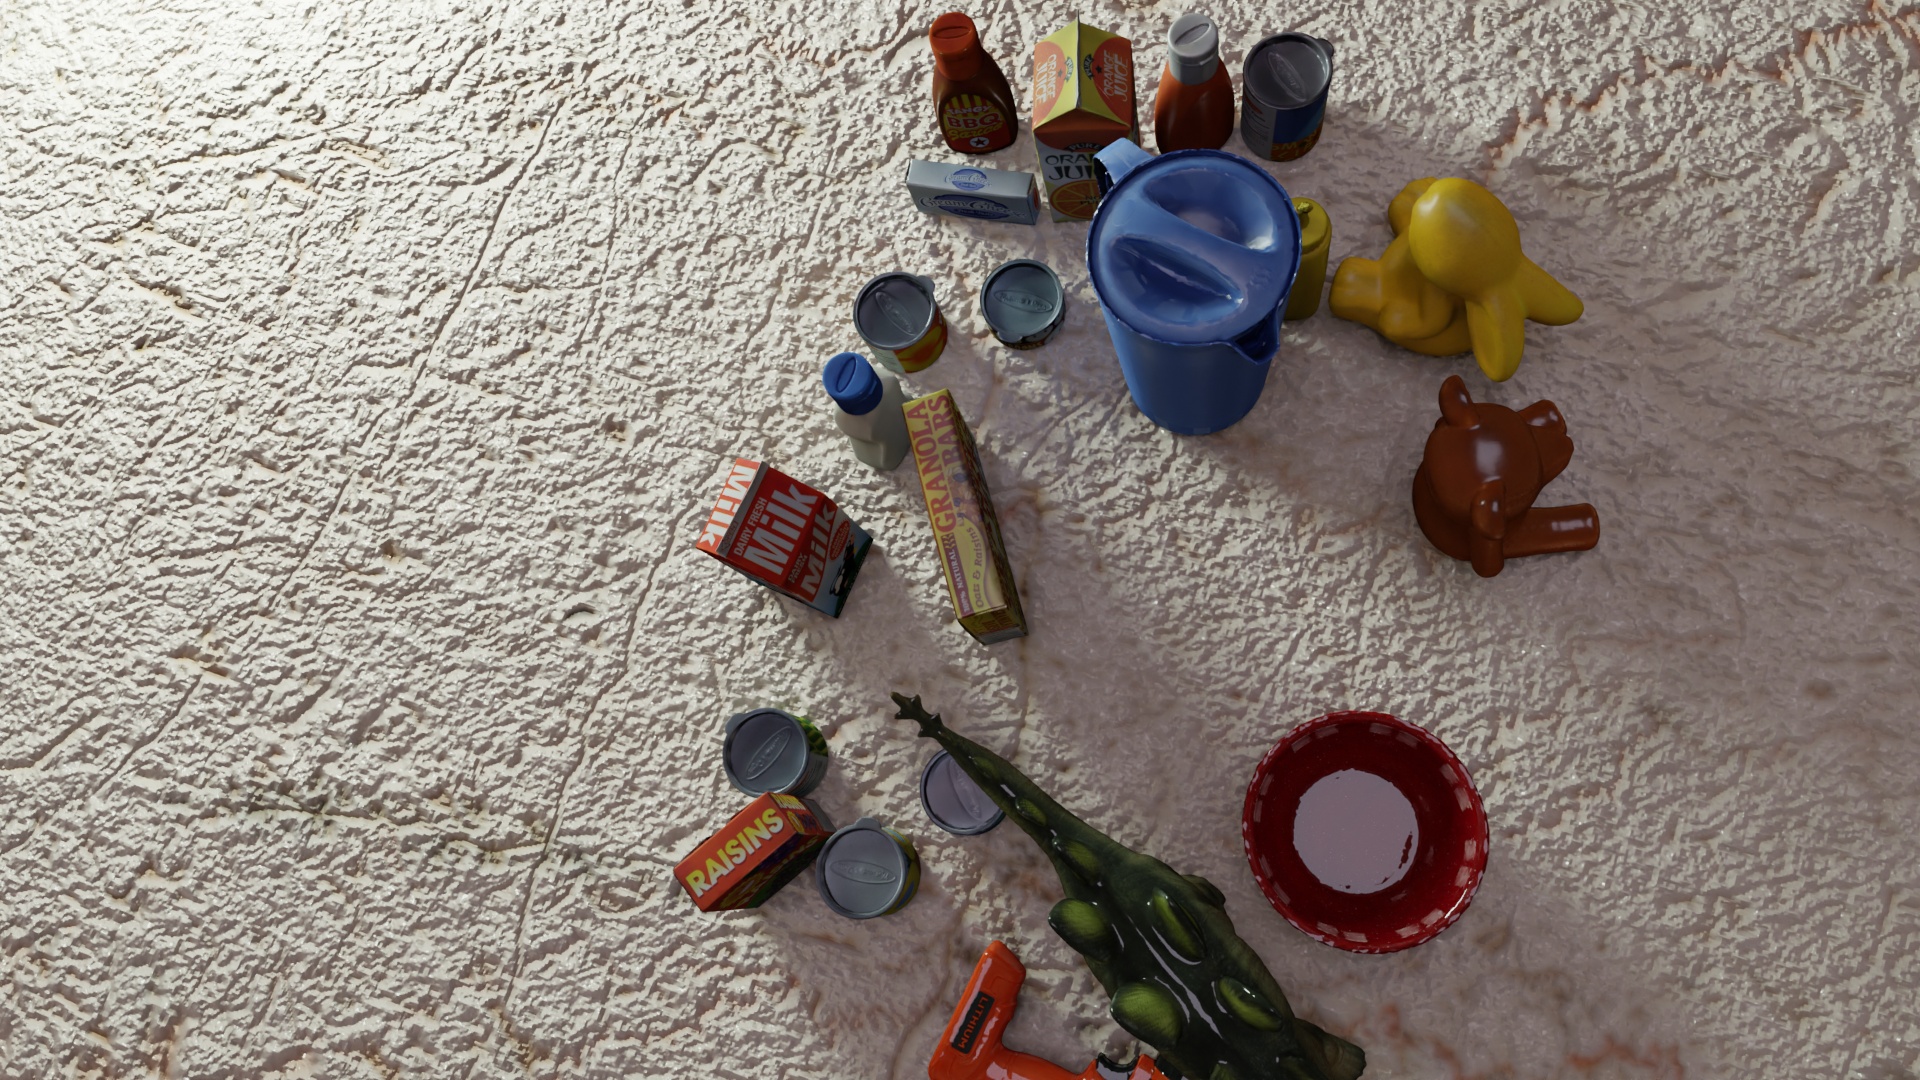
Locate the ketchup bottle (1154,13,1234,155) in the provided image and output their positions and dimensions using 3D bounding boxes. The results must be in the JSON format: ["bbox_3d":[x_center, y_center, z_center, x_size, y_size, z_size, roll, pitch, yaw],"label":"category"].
[{"bbox_3d":[0.179,-0.344,1.061,0.065,0.148,0.043,-31,74,2],"label":"ketchup bottle"}]

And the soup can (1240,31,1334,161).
[{"bbox_3d":[0.255,-0.345,1.082,0.071,0.083,0.071,-2,77,9],"label":"soup can"}]

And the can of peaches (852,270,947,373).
[{"bbox_3d":[-0.045,-0.174,1.104,0.071,0.058,0.071,-2,76,9],"label":"can of peaches"}]

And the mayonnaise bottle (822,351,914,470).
[{"bbox_3d":[-0.068,-0.100,1.043,0.041,0.148,0.065,21,81,14],"label":"mayonnaise bottle"}]

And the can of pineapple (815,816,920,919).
[{"bbox_3d":[-0.065,0.238,1.007,0.071,0.057,0.071,-2,76,9],"label":"can of pineapple"}]

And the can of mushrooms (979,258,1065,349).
[{"bbox_3d":[0.049,-0.185,1.104,0.071,0.033,0.071,-2,76,9],"label":"can of mushrooms"}]

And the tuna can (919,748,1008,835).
[{"bbox_3d":[0.007,0.182,1.022,0.071,0.032,0.071,-2,76,9],"label":"tuna can"}]

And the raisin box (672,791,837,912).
[{"bbox_3d":[-0.142,0.222,0.990,0.086,0.123,0.040,-39,74,-1],"label":"raisin box"}]

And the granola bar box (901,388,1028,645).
[{"bbox_3d":[0.004,-0.013,1.022,0.039,0.124,0.166,-17,75,6],"label":"granola bar box"}]

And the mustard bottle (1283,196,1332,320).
[{"bbox_3d":[0.243,-0.212,1.012,0.049,0.160,0.065,0,77,10],"label":"mustard bottle"}]

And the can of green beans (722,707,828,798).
[{"bbox_3d":[-0.137,0.161,1.038,0.071,0.057,0.071,-2,76,9],"label":"can of green beans"}]

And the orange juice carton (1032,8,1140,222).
[{"bbox_3d":[0.096,-0.314,1.044,0.073,0.192,0.072,0,77,10],"label":"orange juice carton"}]

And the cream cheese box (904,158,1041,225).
[{"bbox_3d":[0.011,-0.281,1.123,0.104,0.053,0.024,10,79,12],"label":"cream cheese box"}]

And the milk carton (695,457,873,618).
[{"bbox_3d":[-0.130,-0.002,1.007,0.073,0.190,0.072,22,82,14],"label":"milk carton"}]

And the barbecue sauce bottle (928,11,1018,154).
[{"bbox_3d":[0.006,-0.358,1.093,0.065,0.148,0.044,-3,77,9],"label":"barbecue sauce bottle"}]
